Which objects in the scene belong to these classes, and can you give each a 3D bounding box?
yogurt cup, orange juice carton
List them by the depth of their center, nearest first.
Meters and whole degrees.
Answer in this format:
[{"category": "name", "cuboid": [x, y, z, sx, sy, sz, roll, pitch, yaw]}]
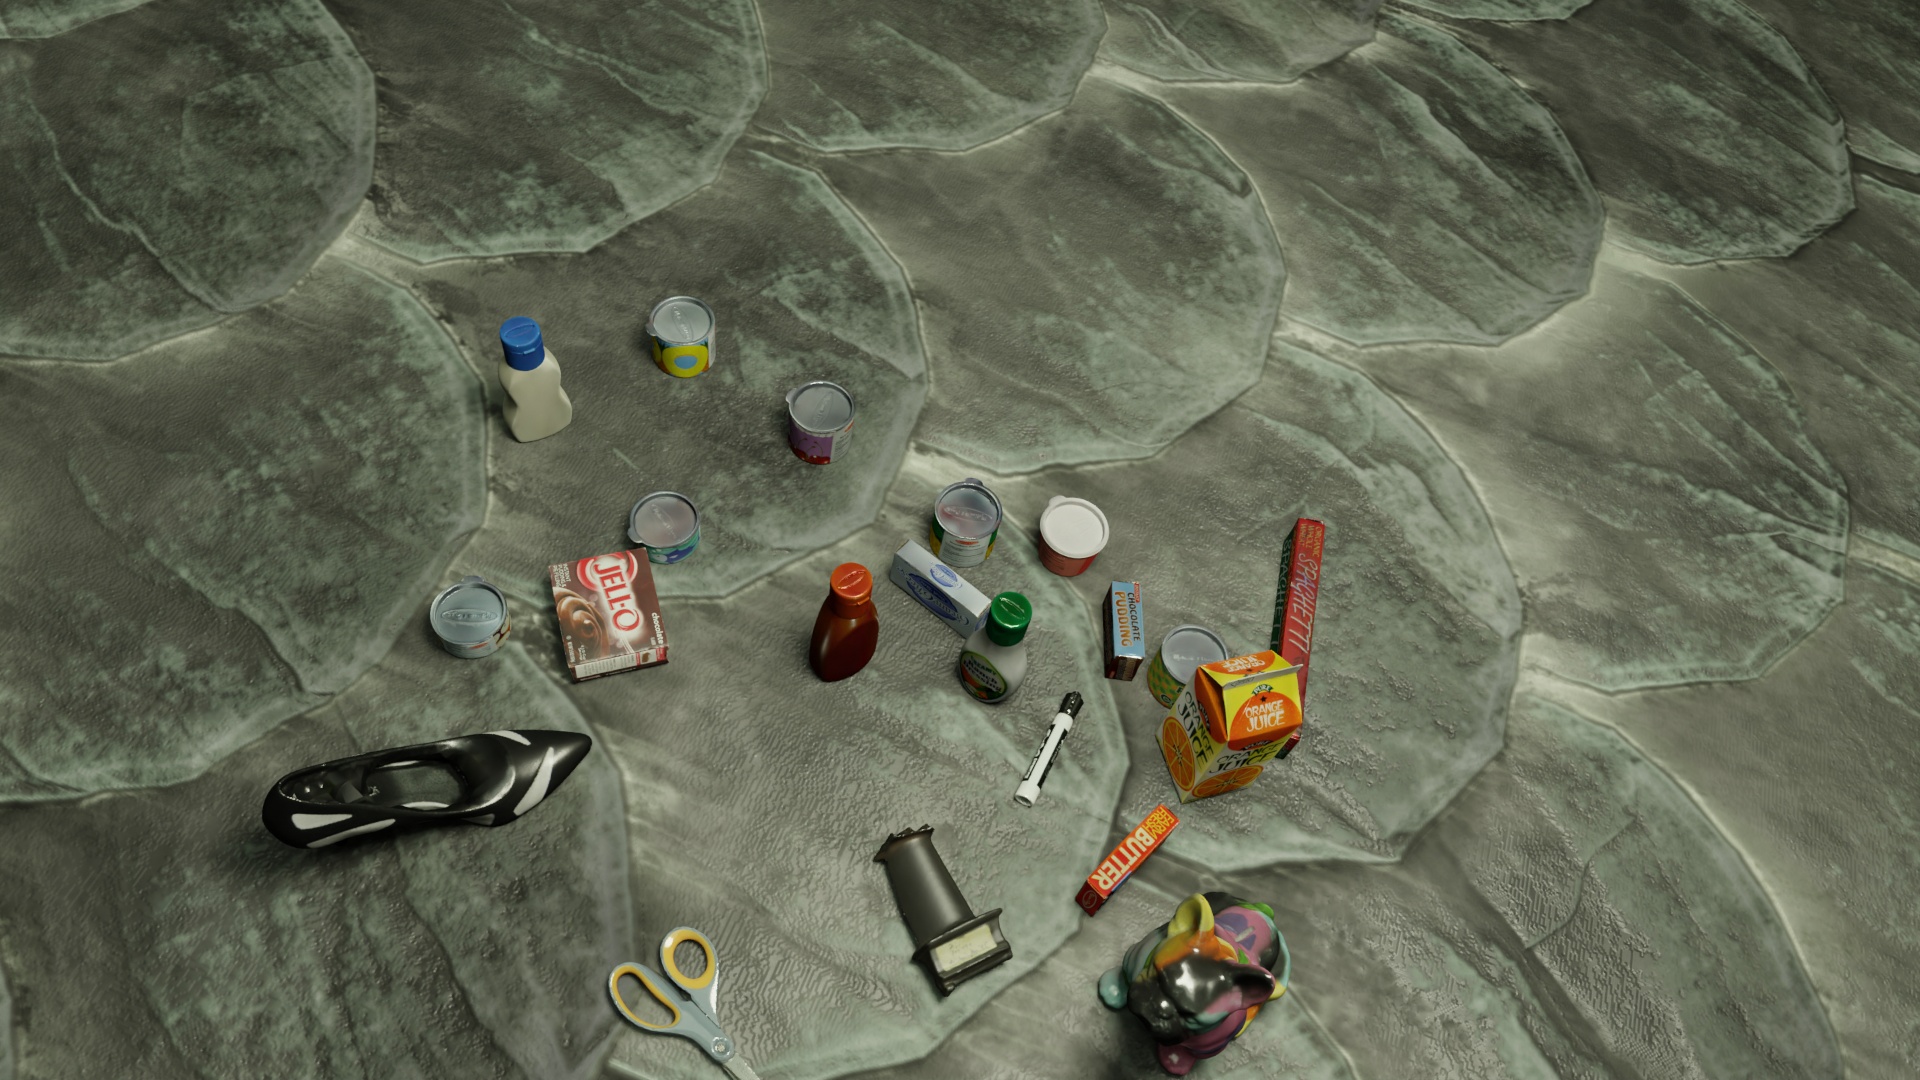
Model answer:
[{"category": "orange juice carton", "cuboid": [0.237, 0.157, 1.215, 0.072, 0.191, 0.073, -10, 61, -15]}, {"category": "yogurt cup", "cuboid": [0.108, 0.000, 1.374, 0.072, 0.053, 0.073, 4, 58, -6]}]

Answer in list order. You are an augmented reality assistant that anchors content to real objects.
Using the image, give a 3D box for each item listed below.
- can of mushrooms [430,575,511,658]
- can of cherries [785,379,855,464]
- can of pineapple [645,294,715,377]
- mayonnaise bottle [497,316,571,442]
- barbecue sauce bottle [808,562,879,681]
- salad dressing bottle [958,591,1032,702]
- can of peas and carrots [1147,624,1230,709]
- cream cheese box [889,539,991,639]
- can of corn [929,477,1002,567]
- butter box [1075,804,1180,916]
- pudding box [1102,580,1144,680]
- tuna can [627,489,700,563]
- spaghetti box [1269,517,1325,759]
[{"category": "can of mushrooms", "cuboid": [-0.442, 0.070, 1.258, 0.071, 0.033, 0.071, 4, 58, -6]}, {"category": "can of cherries", "cuboid": [-0.143, -0.121, 1.407, 0.071, 0.058, 0.072, 4, 58, -6]}, {"category": "can of pineapple", "cuboid": [-0.289, -0.211, 1.441, 0.071, 0.057, 0.071, 4, 58, -6]}, {"category": "mayonnaise bottle", "cuboid": [-0.413, -0.155, 1.333, 0.065, 0.147, 0.041, -26, 66, -22]}, {"category": "barbecue sauce bottle", "cuboid": [-0.101, 0.072, 1.241, 0.065, 0.147, 0.044, -30, 68, -24]}, {"category": "salad dressing bottle", "cuboid": [0.034, 0.096, 1.248, 0.064, 0.147, 0.044, 38, 61, 14]}, {"category": "can of peas and carrots", "cuboid": [0.215, 0.123, 1.311, 0.071, 0.058, 0.071, 4, 58, -6]}, {"category": "cream cheese box", "cuboid": [-0.019, 0.047, 1.325, 0.104, 0.053, 0.024, 37, 61, 14]}, {"category": "can of corn", "cuboid": [0.005, -0.017, 1.366, 0.071, 0.058, 0.071, 4, 58, -6]}, {"category": "butter box", "cuboid": [0.145, 0.277, 1.208, 0.024, 0.052, 0.104, 43, 62, 17]}, {"category": "pudding box", "cuboid": [0.156, 0.086, 1.331, 0.030, 0.049, 0.084, 5, 58, -6]}, {"category": "tuna can", "cuboid": [-0.285, -0.011, 1.332, 0.071, 0.032, 0.071, 4, 58, -6]}, {"category": "spaghetti box", "cuboid": [0.324, 0.090, 1.354, 0.029, 0.050, 0.251, 15, 57, 1]}]
